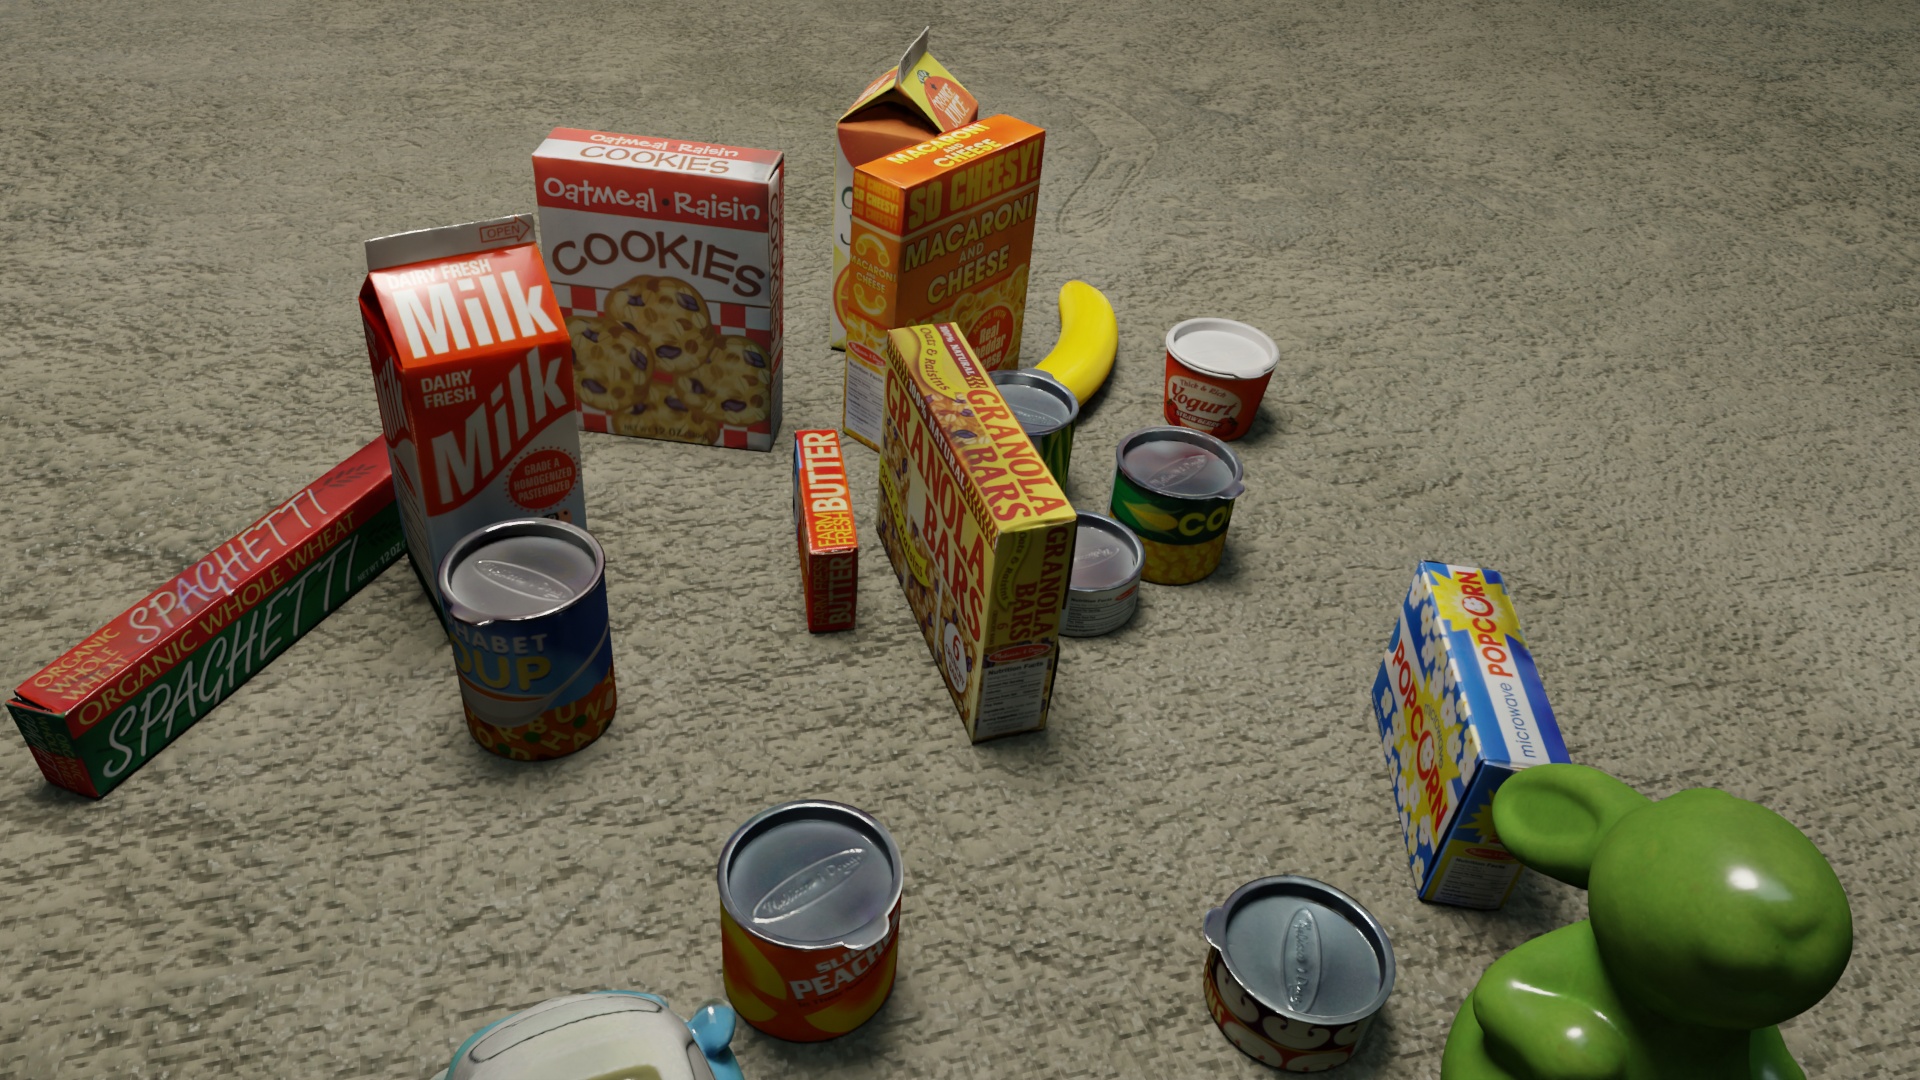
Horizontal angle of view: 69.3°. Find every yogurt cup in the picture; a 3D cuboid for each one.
[{"bbox_3d":[0.155,-0.097,0.845,0.072,0.053,0.073,4,37,-3],"label":"yogurt cup"}]

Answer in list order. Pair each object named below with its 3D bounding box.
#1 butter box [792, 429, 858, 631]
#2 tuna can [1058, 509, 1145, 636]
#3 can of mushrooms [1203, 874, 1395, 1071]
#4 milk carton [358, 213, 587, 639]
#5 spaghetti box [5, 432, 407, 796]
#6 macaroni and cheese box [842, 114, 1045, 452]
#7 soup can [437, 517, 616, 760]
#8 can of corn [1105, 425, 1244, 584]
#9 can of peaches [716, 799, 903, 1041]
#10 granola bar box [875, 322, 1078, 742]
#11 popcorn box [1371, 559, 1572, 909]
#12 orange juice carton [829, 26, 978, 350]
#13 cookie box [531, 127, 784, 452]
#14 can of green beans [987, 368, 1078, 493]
[{"bbox_3d":[-0.069,-0.007,0.699,0.024,0.052,0.104,-2,38,-11],"label":"butter box"},{"bbox_3d":[0.057,0.015,0.705,0.071,0.032,0.071,4,38,-3],"label":"tuna can"},{"bbox_3d":[0.124,0.161,0.523,0.071,0.033,0.071,4,38,-3],"label":"can of mushrooms"},{"bbox_3d":[-0.219,-0.055,0.630,0.072,0.189,0.073,-18,43,-28],"label":"milk carton"},{"bbox_3d":[-0.312,0.016,0.640,0.029,0.049,0.251,17,39,15],"label":"spaghetti box"},{"bbox_3d":[-0.011,-0.147,0.796,0.040,0.165,0.124,30,43,28],"label":"macaroni and cheese box"},{"bbox_3d":[-0.185,0.044,0.593,0.071,0.083,0.072,4,37,-3],"label":"soup can"},{"bbox_3d":[0.113,-0.018,0.733,0.071,0.058,0.071,4,37,-3],"label":"can of corn"},{"bbox_3d":[-0.054,0.140,0.507,0.071,0.057,0.071,4,37,-3],"label":"can of peaches"},{"bbox_3d":[0.002,-0.008,0.653,0.039,0.123,0.166,-8,39,-17],"label":"granola bar box"},{"bbox_3d":[0.215,0.081,0.597,0.038,0.084,0.127,6,37,1],"label":"popcorn box"},{"bbox_3d":[-0.034,-0.211,0.855,0.073,0.191,0.072,12,38,8],"label":"orange juice carton"},{"bbox_3d":[-0.160,-0.134,0.759,0.123,0.166,0.040,7,37,1],"label":"cookie box"},{"bbox_3d":[0.029,-0.053,0.769,0.071,0.057,0.071,4,37,-3],"label":"can of green beans"}]
